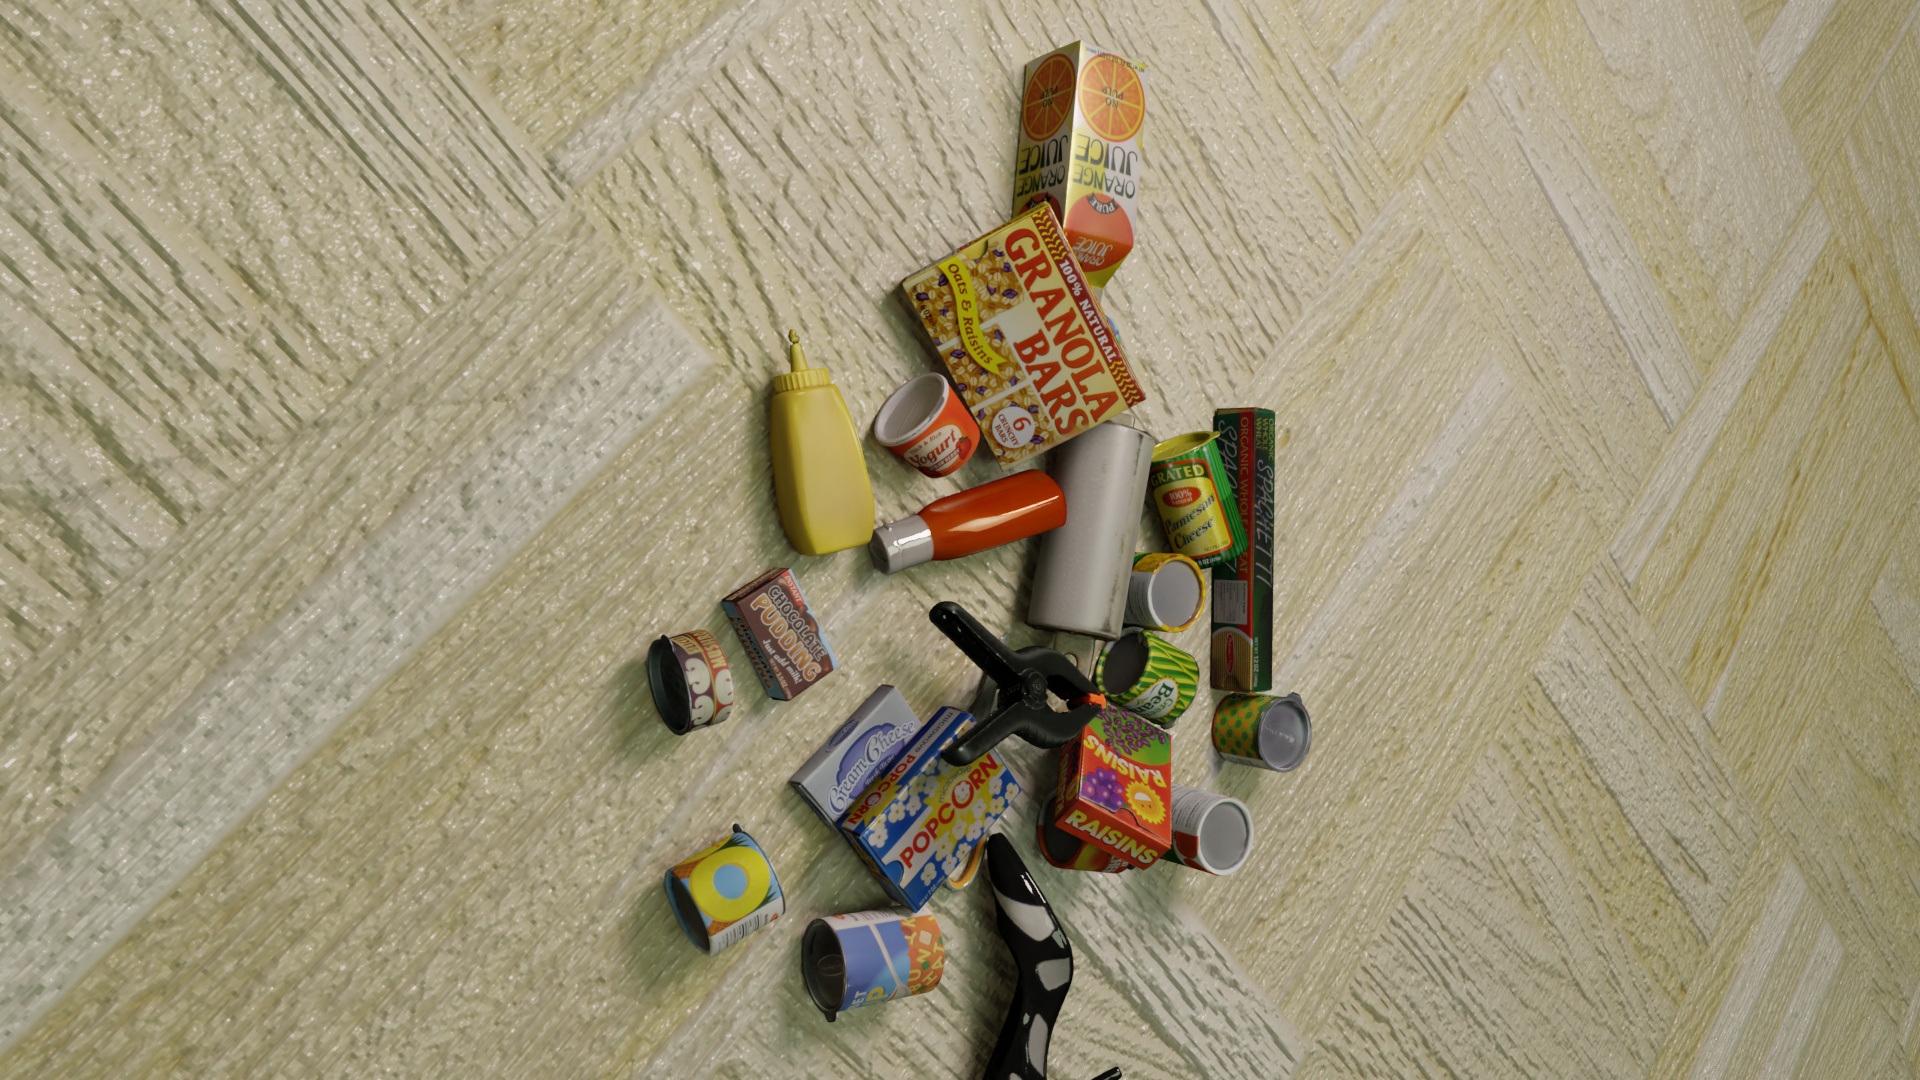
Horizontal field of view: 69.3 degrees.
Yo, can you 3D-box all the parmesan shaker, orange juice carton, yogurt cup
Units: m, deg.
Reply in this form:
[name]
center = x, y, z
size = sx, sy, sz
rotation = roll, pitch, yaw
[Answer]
[parmesan shaker]
center = 0.201, -0.034, 1.177
size = 0.071, 0.071, 0.103
rotation = -29, 105, -30
[orange juice carton]
center = 0.093, -0.287, 1.105
size = 0.072, 0.073, 0.192
rotation = 7, 87, -34
[yogurt cup]
center = -0.023, -0.083, 1.036
size = 0.054, 0.072, 0.072
rotation = 44, 67, -34

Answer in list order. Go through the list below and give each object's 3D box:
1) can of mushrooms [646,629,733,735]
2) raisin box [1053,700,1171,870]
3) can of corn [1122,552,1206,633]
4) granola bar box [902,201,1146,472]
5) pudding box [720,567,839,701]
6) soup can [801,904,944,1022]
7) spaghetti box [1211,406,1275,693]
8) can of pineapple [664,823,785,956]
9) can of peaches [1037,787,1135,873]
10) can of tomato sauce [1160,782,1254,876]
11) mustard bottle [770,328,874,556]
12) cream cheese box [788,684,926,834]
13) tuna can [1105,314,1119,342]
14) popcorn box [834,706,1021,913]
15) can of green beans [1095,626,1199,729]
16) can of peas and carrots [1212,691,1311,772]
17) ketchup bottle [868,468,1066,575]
[can of mushrooms]
center = -0.181, 0.092, 0.928
size = 0.033, 0.071, 0.071
rotation = -13, 98, -33
[raisin box]
center = 0.122, 0.187, 1.093
size = 0.086, 0.040, 0.124
rotation = 30, 34, -12
[can of corn]
center = 0.164, 0.042, 1.161
size = 0.071, 0.058, 0.071
rotation = -1, 91, -33
[granola bar box]
center = 0.049, -0.153, 1.052
size = 0.124, 0.039, 0.165
rotation = -27, 104, 8
[pudding box]
center = -0.127, 0.066, 0.986
size = 0.050, 0.030, 0.083
rotation = -33, 108, -30
[soup can]
center = -0.063, 0.304, 1.007
size = 0.084, 0.071, 0.071
rotation = 0, 90, -34
[spaghetti box]
center = 0.249, 0.008, 1.222
size = 0.029, 0.050, 0.250
rotation = 1, 89, -35
[can of pineapple]
center = -0.161, 0.238, 0.944
size = 0.058, 0.071, 0.071
rotation = -25, 104, -30
[can of peaches]
center = 0.104, 0.233, 1.115
size = 0.058, 0.071, 0.071
rotation = 14, 83, -32
[can of tomato sauce]
center = 0.196, 0.242, 1.167
size = 0.071, 0.083, 0.071
rotation = 0, 90, -33
[mustard bottle]
center = -0.104, -0.071, 0.990
size = 0.065, 0.049, 0.160
rotation = -13, 97, -33
[cream cheese box]
center = -0.073, 0.161, 1.026
size = 0.104, 0.024, 0.053
rotation = -45, 113, -25
[tuna can]
center = 0.094, -0.156, 1.112
size = 0.033, 0.071, 0.071
rotation = 17, 81, -33
[popcorn box]
center = -0.022, 0.196, 1.025
size = 0.127, 0.038, 0.085
rotation = -45, 121, -26
[can of green beans]
center = 0.154, 0.112, 1.150
size = 0.058, 0.071, 0.071
rotation = 29, 75, -30
[can of peas and carrots]
center = 0.267, 0.166, 1.229
size = 0.071, 0.058, 0.071
rotation = 0, 90, -34
[ketchup bottle]
center = 0.004, -0.013, 1.056
size = 0.149, 0.065, 0.043
rotation = -18, 118, -23
